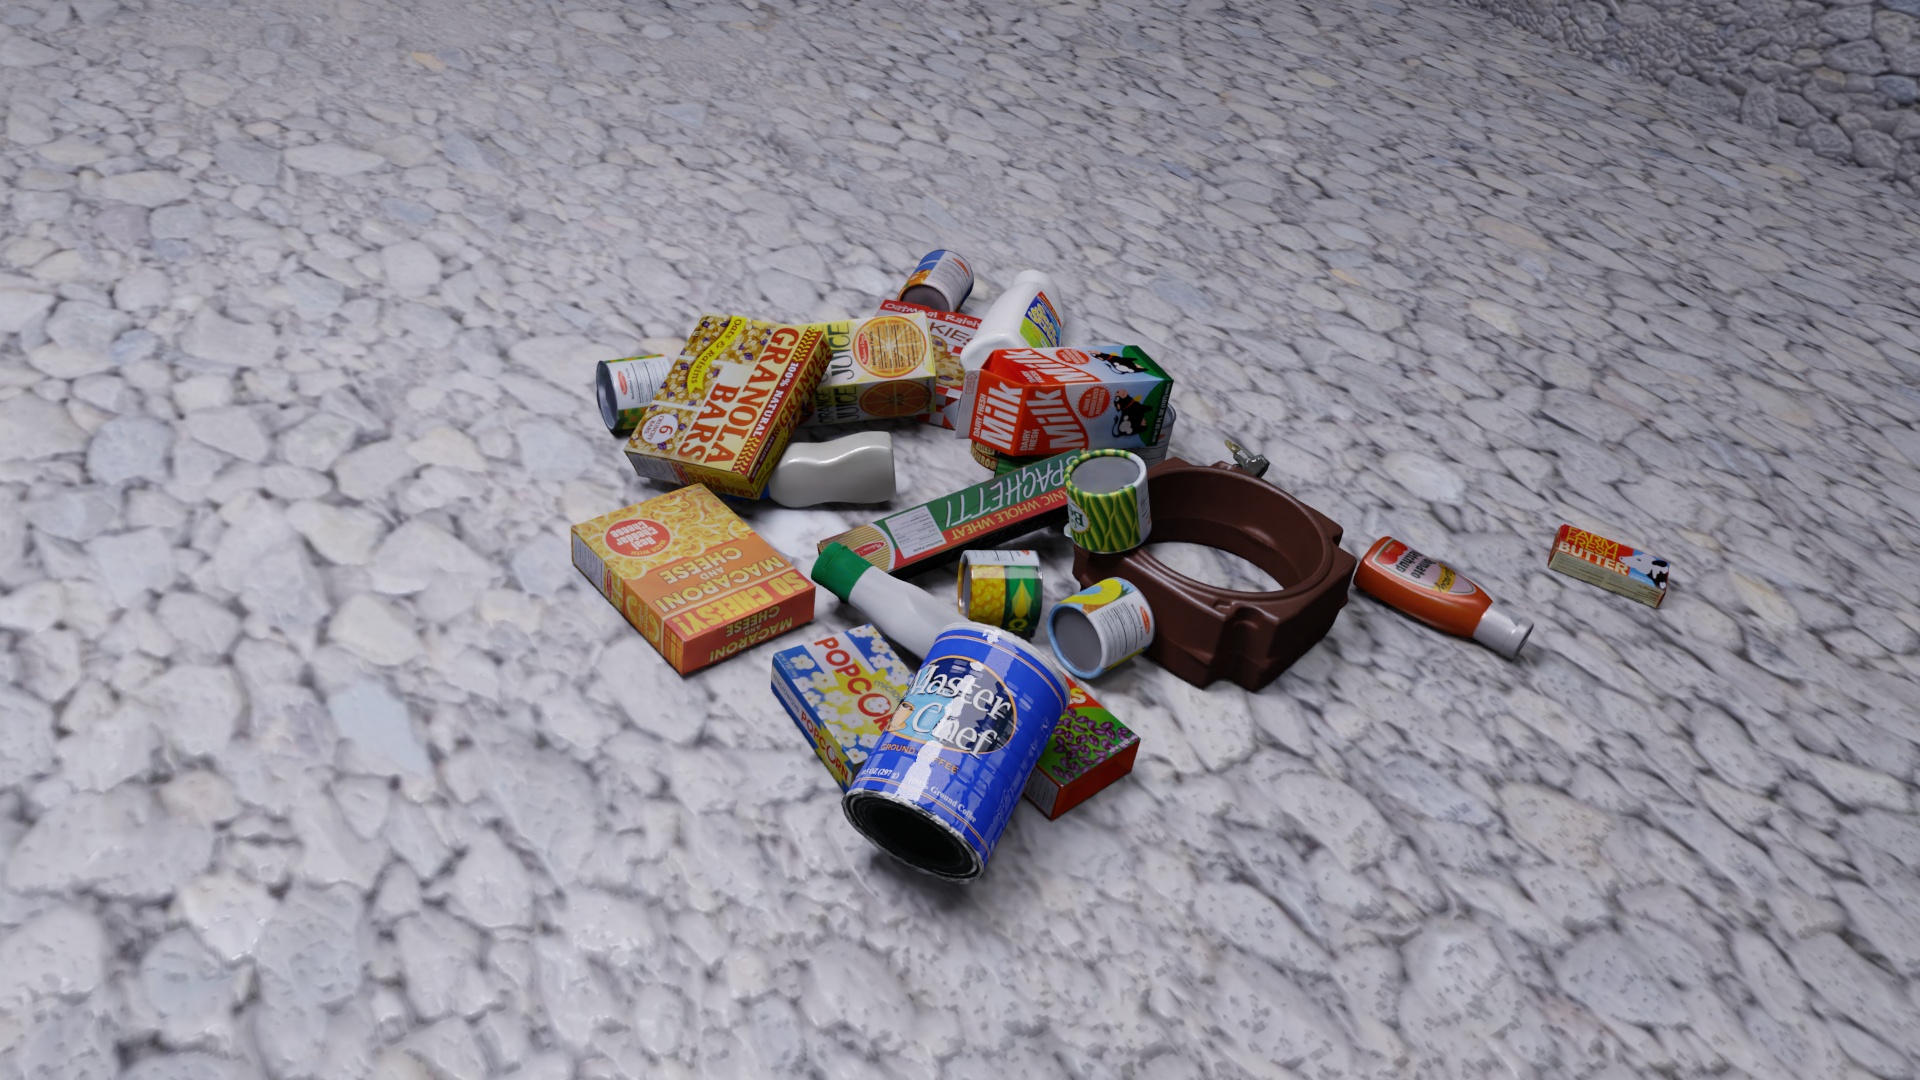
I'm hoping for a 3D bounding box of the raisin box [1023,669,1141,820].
[{"bbox_3d":[0.058,0.138,1.023,0.086,0.039,0.123,-24,50,-36],"label":"raisin box"}]

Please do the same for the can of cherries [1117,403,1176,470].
[{"bbox_3d":[0.171,-0.105,1.354,0.071,0.058,0.072,5,37,-4],"label":"can of cherries"}]

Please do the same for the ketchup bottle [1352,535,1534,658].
[{"bbox_3d":[0.423,0.052,1.216,0.149,0.043,0.065,32,42,26],"label":"ketchup bottle"}]

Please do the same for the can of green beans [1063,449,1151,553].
[{"bbox_3d":[0.118,-0.032,1.111,0.071,0.057,0.071,-7,37,5],"label":"can of green beans"}]

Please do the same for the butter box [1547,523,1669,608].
[{"bbox_3d":[0.613,0.023,1.312,0.103,0.024,0.053,23,39,17],"label":"butter box"}]

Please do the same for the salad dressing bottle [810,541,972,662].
[{"bbox_3d":[-0.048,0.054,1.082,0.148,0.044,0.064,33,17,12],"label":"salad dressing bottle"}]

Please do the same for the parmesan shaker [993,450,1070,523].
[{"bbox_3d":[0.083,-0.052,1.253,0.103,0.071,0.072,13,37,4],"label":"parmesan shaker"}]

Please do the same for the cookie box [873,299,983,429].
[{"bbox_3d":[-0.042,-0.186,1.426,0.123,0.040,0.168,14,37,6],"label":"cookie box"}]

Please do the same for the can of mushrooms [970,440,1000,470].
[{"bbox_3d":[0.042,-0.095,1.332,0.071,0.033,0.071,7,37,-5],"label":"can of mushrooms"}]

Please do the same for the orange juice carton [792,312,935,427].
[{"bbox_3d":[-0.122,-0.158,1.311,0.193,0.071,0.073,-6,66,-4],"label":"orange juice carton"}]

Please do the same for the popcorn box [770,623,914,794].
[{"bbox_3d":[-0.073,0.121,1.014,0.085,0.038,0.127,-15,43,-30],"label":"popcorn box"}]

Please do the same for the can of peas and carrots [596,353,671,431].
[{"bbox_3d":[-0.300,-0.137,1.285,0.059,0.070,0.071,-11,41,-26],"label":"can of peas and carrots"}]

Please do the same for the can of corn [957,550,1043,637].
[{"bbox_3d":[0.031,0.043,1.122,0.058,0.070,0.071,1,37,-10],"label":"can of corn"}]

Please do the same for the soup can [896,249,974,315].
[{"bbox_3d":[-0.029,-0.271,1.524,0.071,0.071,0.084,16,38,8],"label":"soup can"}]

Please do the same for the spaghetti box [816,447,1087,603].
[{"bbox_3d":[0.004,-0.015,1.168,0.251,0.028,0.050,-20,63,-17],"label":"spaghetti box"}]

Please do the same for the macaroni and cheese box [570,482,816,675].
[{"bbox_3d":[-0.213,0.027,1.107,0.124,0.040,0.167,-23,47,-36],"label":"macaroni and cheese box"}]

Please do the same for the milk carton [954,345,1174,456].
[{"bbox_3d":[0.086,-0.126,1.242,0.191,0.072,0.074,-6,35,-24],"label":"milk carton"}]

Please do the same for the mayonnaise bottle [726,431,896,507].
[{"bbox_3d":[-0.132,-0.059,1.222,0.148,0.064,0.041,-5,39,-4],"label":"mayonnaise bottle"}]

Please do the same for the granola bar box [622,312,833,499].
[{"bbox_3d":[-0.201,-0.122,1.217,0.124,0.039,0.166,12,59,20],"label":"granola bar box"}]

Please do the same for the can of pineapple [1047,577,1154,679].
[{"bbox_3d":[0.110,0.070,1.104,0.058,0.070,0.071,-23,47,-36],"label":"can of pineapple"}]
